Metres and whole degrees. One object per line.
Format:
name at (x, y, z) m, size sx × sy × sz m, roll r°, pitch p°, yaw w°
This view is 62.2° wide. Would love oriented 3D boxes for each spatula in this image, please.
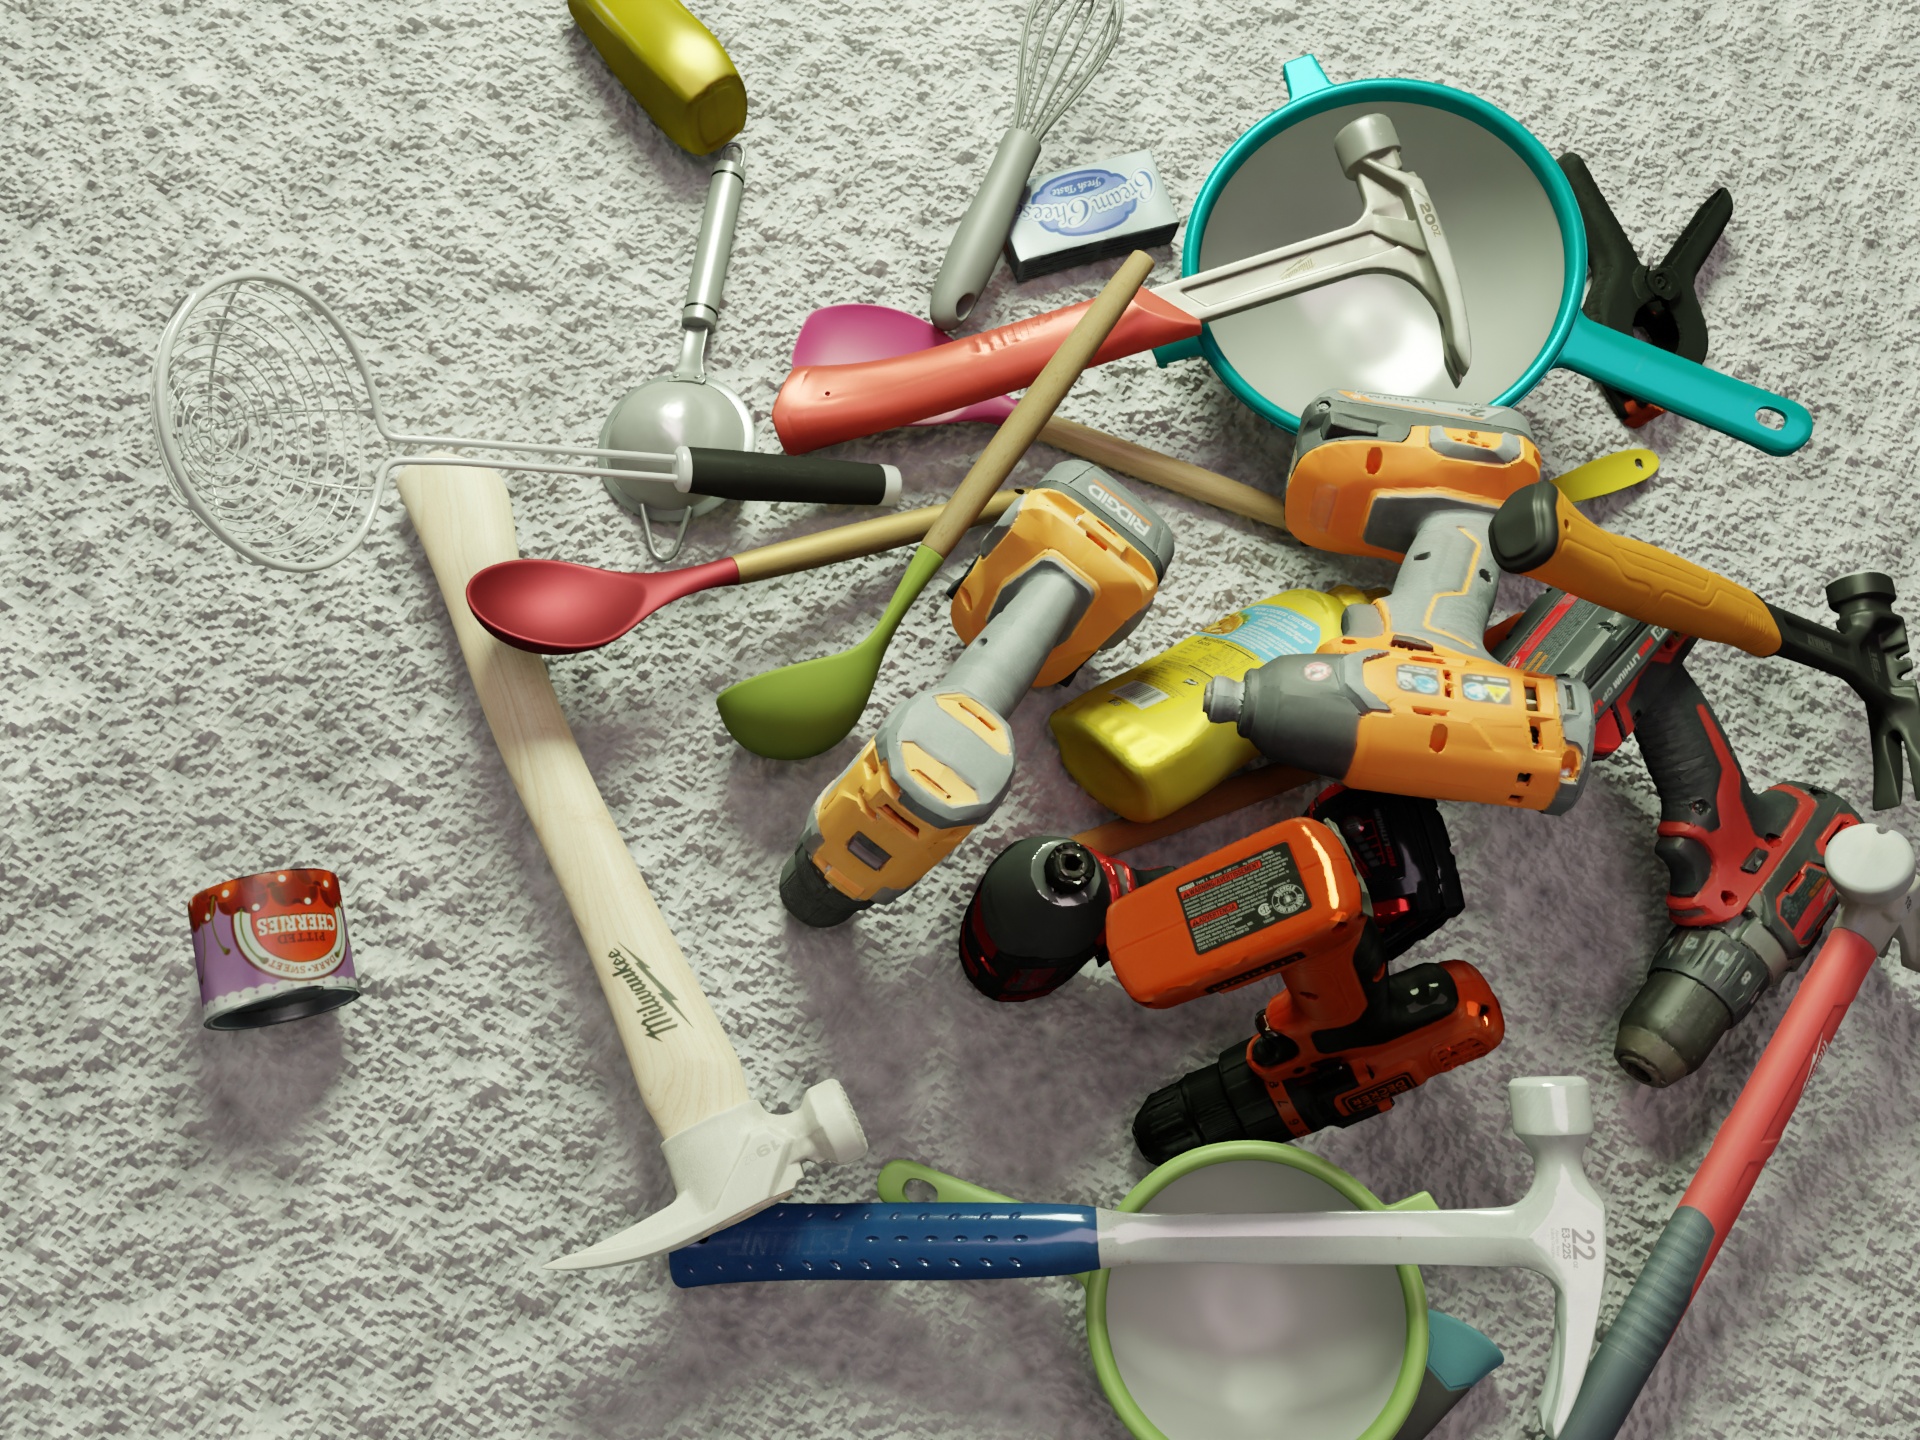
spatula at (0.169, 0.029, 0.831) m, size 0.322 × 0.041 × 0.081 m, roll -19°, pitch 90°, yaw -13°

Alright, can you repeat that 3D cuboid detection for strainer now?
strainer at (0.287, -0.212, 0.878) m, size 0.340 × 0.095 × 0.211 m, roll 26°, pitch 85°, yaw 10°
strainer at (0.086, 0.257, 0.746) m, size 0.256 × 0.069 × 0.151 m, roll 16°, pitch 80°, yaw 14°
strainer at (-0.145, -0.212, 0.864) m, size 0.087 × 0.050 × 0.259 m, roll 4°, pitch 69°, yaw 7°

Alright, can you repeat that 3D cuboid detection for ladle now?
ladle at (-0.092, -0.083, 0.808) m, size 0.315 × 0.031 × 0.069 m, roll -17°, pitch 51°, yaw -26°
ladle at (-0.009, -0.112, 0.798) m, size 0.062 × 0.078 × 0.320 m, roll 35°, pitch 86°, yaw 8°

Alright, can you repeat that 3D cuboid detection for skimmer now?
skimmer at (-0.178, -0.127, 0.745) m, size 0.363 × 0.090 × 0.127 m, roll 0°, pitch 87°, yaw -30°

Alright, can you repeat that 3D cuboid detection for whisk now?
whisk at (0.034, -0.325, 0.890) m, size 0.055 × 0.055 × 0.239 m, roll 23°, pitch 81°, yaw -1°

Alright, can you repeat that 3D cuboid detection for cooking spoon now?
cooking spoon at (0.060, -0.158, 0.886) m, size 0.319 × 0.017 × 0.069 m, roll 20°, pitch 78°, yaw -1°

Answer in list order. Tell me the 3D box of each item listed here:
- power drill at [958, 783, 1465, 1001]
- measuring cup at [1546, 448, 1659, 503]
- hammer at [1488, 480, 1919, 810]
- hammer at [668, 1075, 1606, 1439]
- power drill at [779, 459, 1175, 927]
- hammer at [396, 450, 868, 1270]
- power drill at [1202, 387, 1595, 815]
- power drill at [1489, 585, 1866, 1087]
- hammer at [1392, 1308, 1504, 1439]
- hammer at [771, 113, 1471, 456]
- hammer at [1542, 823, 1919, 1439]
power drill at (0.114, 0.080, 0.756) m, size 0.219 × 0.143 × 0.079 m, roll -6°, pitch 67°, yaw -12°
measuring cup at (0.343, -0.128, 0.919) m, size 0.156 × 0.029 × 0.062 m, roll -20°, pitch 77°, yaw -26°
hammer at (0.365, -0.043, 0.753) m, size 0.336 × 0.034 × 0.127 m, roll 12°, pitch 67°, yaw -35°
hammer at (0.072, 0.234, 0.698) m, size 0.405 × 0.035 × 0.144 m, roll -3°, pitch 76°, yaw 8°
power drill at (-0.001, -0.002, 0.768) m, size 0.084 × 0.185 × 0.226 m, roll 38°, pitch 54°, yaw -4°
hammer at (-0.195, 0.048, 0.756) m, size 0.146 × 0.038 × 0.411 m, roll -24°, pitch 71°, yaw -10°
power drill at (0.201, -0.060, 0.753) m, size 0.164 × 0.084 × 0.227 m, roll 7°, pitch 48°, yaw 4°
power drill at (0.351, 0.055, 0.810) m, size 0.188 × 0.080 × 0.226 m, roll -46°, pitch 103°, yaw -17°
hammer at (0.123, 0.389, 0.719) m, size 0.331 × 0.033 × 0.128 m, roll -38°, pitch 81°, yaw -17°
hammer at (0.077, -0.197, 0.838) m, size 0.359 × 0.036 × 0.149 m, roll -16°, pitch 79°, yaw 4°
hammer at (0.371, 0.241, 0.781) m, size 0.038 × 0.143 × 0.386 m, roll 26°, pitch 77°, yaw 43°
